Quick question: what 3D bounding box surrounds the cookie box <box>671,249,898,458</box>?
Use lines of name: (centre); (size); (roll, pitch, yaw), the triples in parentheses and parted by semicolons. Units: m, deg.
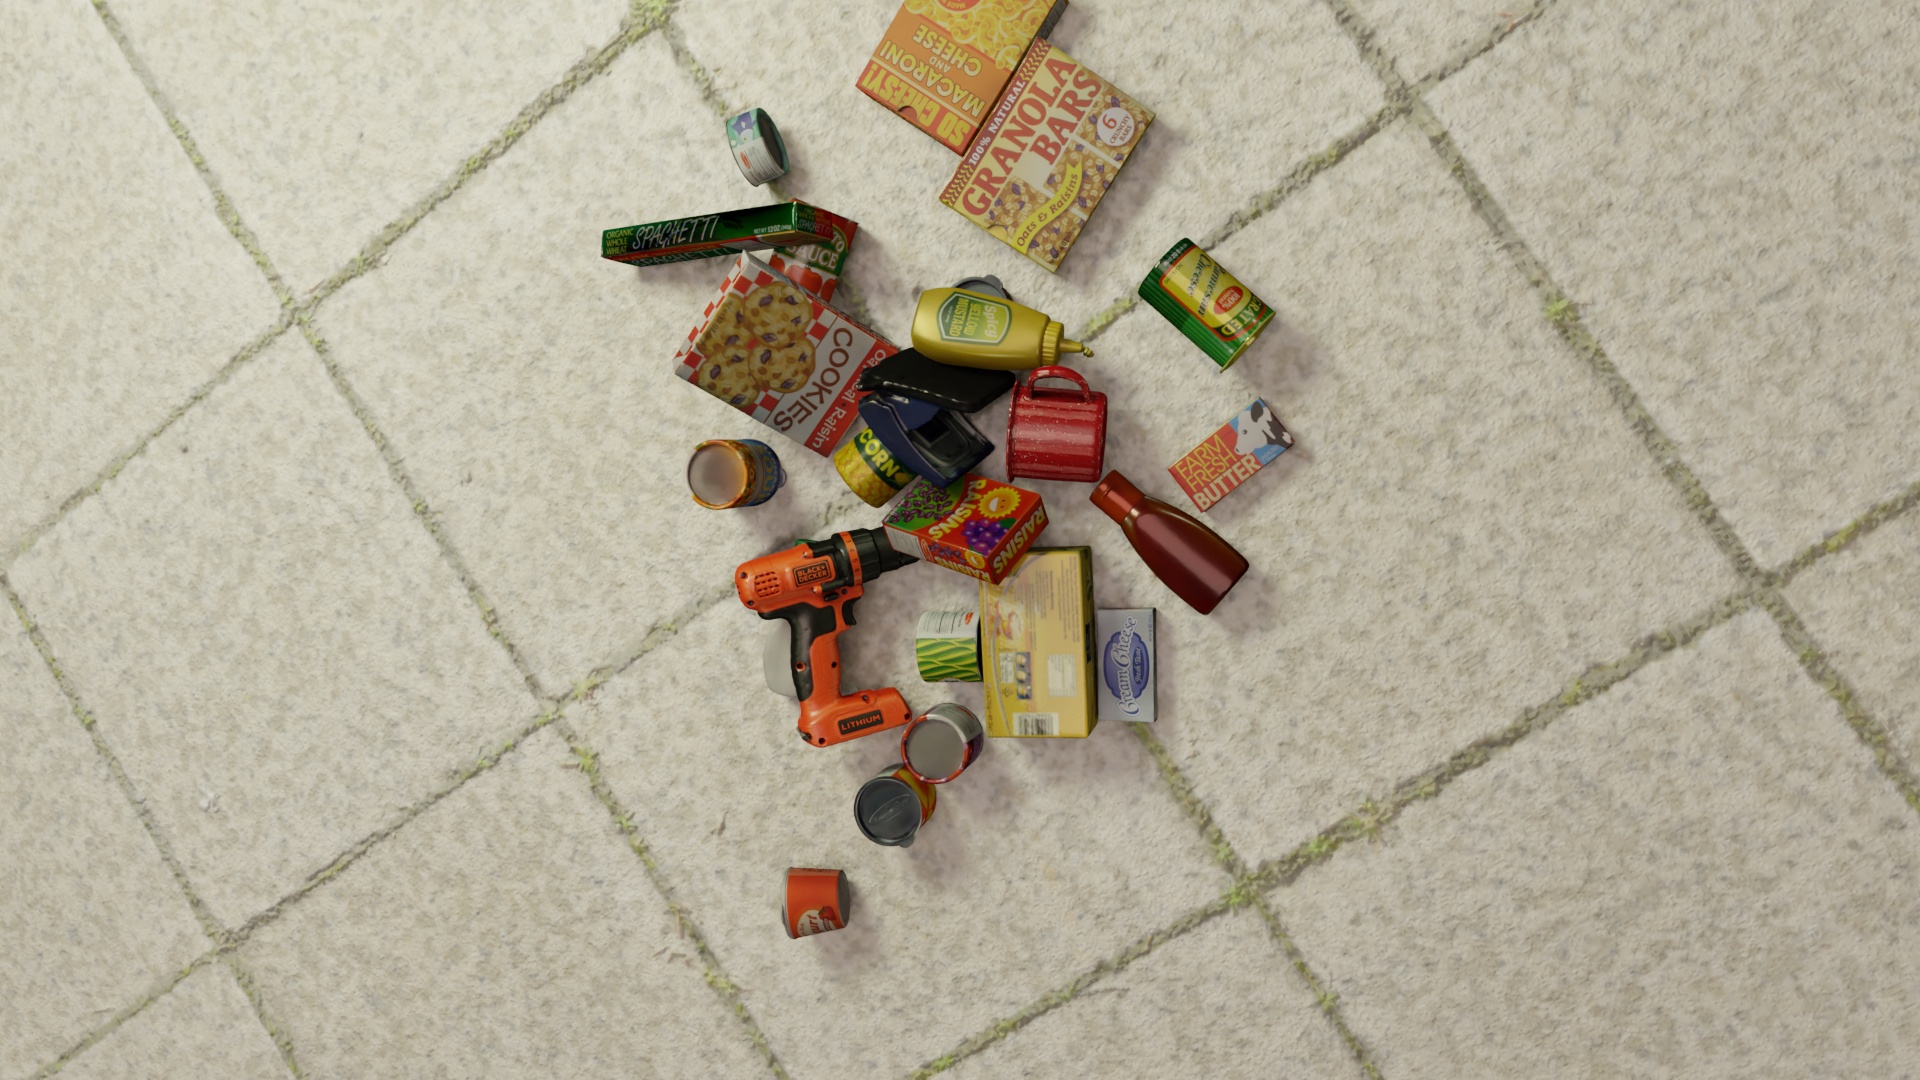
cookie box: (-0.158, -0.167, 1.264); (0.167, 0.040, 0.122); (29, 106, -28)

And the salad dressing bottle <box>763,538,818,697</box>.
salad dressing bottle: (-0.150, 0.074, 1.324); (0.064, 0.044, 0.147); (10, 95, 1)

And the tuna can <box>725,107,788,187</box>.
tuna can: (-0.188, -0.368, 1.294); (0.033, 0.071, 0.071); (-18, 90, 13)

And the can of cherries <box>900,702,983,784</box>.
can of cherries: (-0.018, 0.191, 1.292); (0.071, 0.058, 0.071); (1, 94, 13)

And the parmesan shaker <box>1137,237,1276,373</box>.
parmesan shaker: (0.211, -0.204, 1.205); (0.103, 0.071, 0.071); (42, 102, 7)

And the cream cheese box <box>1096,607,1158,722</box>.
cream cheese box: (0.151, 0.113, 1.264); (0.053, 0.024, 0.103); (-1, 94, 15)

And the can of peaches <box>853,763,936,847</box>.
can of peaches: (-0.059, 0.250, 1.307); (0.071, 0.058, 0.071); (1, 94, 13)

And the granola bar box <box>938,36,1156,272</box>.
granola bar box: (0.076, -0.339, 1.232); (0.124, 0.039, 0.165); (33, 101, -2)

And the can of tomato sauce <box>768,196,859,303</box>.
can of tomato sauce: (-0.139, -0.266, 1.285); (0.071, 0.071, 0.083); (23, 100, 11)

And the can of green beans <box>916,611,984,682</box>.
can of green beans: (-0.005, 0.098, 1.279); (0.058, 0.071, 0.071); (-2, 94, 14)

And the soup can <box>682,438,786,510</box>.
soup can: (-0.212, -0.063, 1.309); (0.071, 0.084, 0.071); (1, 94, 13)

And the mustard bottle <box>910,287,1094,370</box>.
mustard bottle: (0.039, -0.181, 1.219); (0.160, 0.048, 0.065); (10, 76, 11)

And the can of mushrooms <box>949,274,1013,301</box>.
can of mushrooms: (0.018, -0.209, 1.270); (0.071, 0.033, 0.071); (1, 94, 14)

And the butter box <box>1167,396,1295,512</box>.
butter box: (0.239, -0.075, 1.230); (0.103, 0.024, 0.053); (-39, 84, 13)

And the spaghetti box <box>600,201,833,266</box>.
spaghetti box: (-0.228, -0.279, 1.274); (0.250, 0.050, 0.028); (2, 90, 34)

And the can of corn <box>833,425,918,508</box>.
can of corn: (-0.076, -0.072, 1.282); (0.058, 0.071, 0.071); (-40, 85, 14)

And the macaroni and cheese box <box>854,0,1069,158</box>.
macaroni and cheese box: (0.000, -0.448, 1.254); (0.124, 0.040, 0.166); (35, 101, 10)

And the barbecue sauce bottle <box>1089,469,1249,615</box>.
barbecue sauce bottle: (0.182, -0.003, 1.239); (0.148, 0.044, 0.064); (41, 102, 8)

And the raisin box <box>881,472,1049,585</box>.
raisin box: (0.004, -0.016, 1.239); (0.123, 0.086, 0.040); (18, 143, 36)

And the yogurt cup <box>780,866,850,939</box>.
yogurt cup: (-0.137, 0.345, 1.330); (0.054, 0.072, 0.072); (-7, 93, 6)
